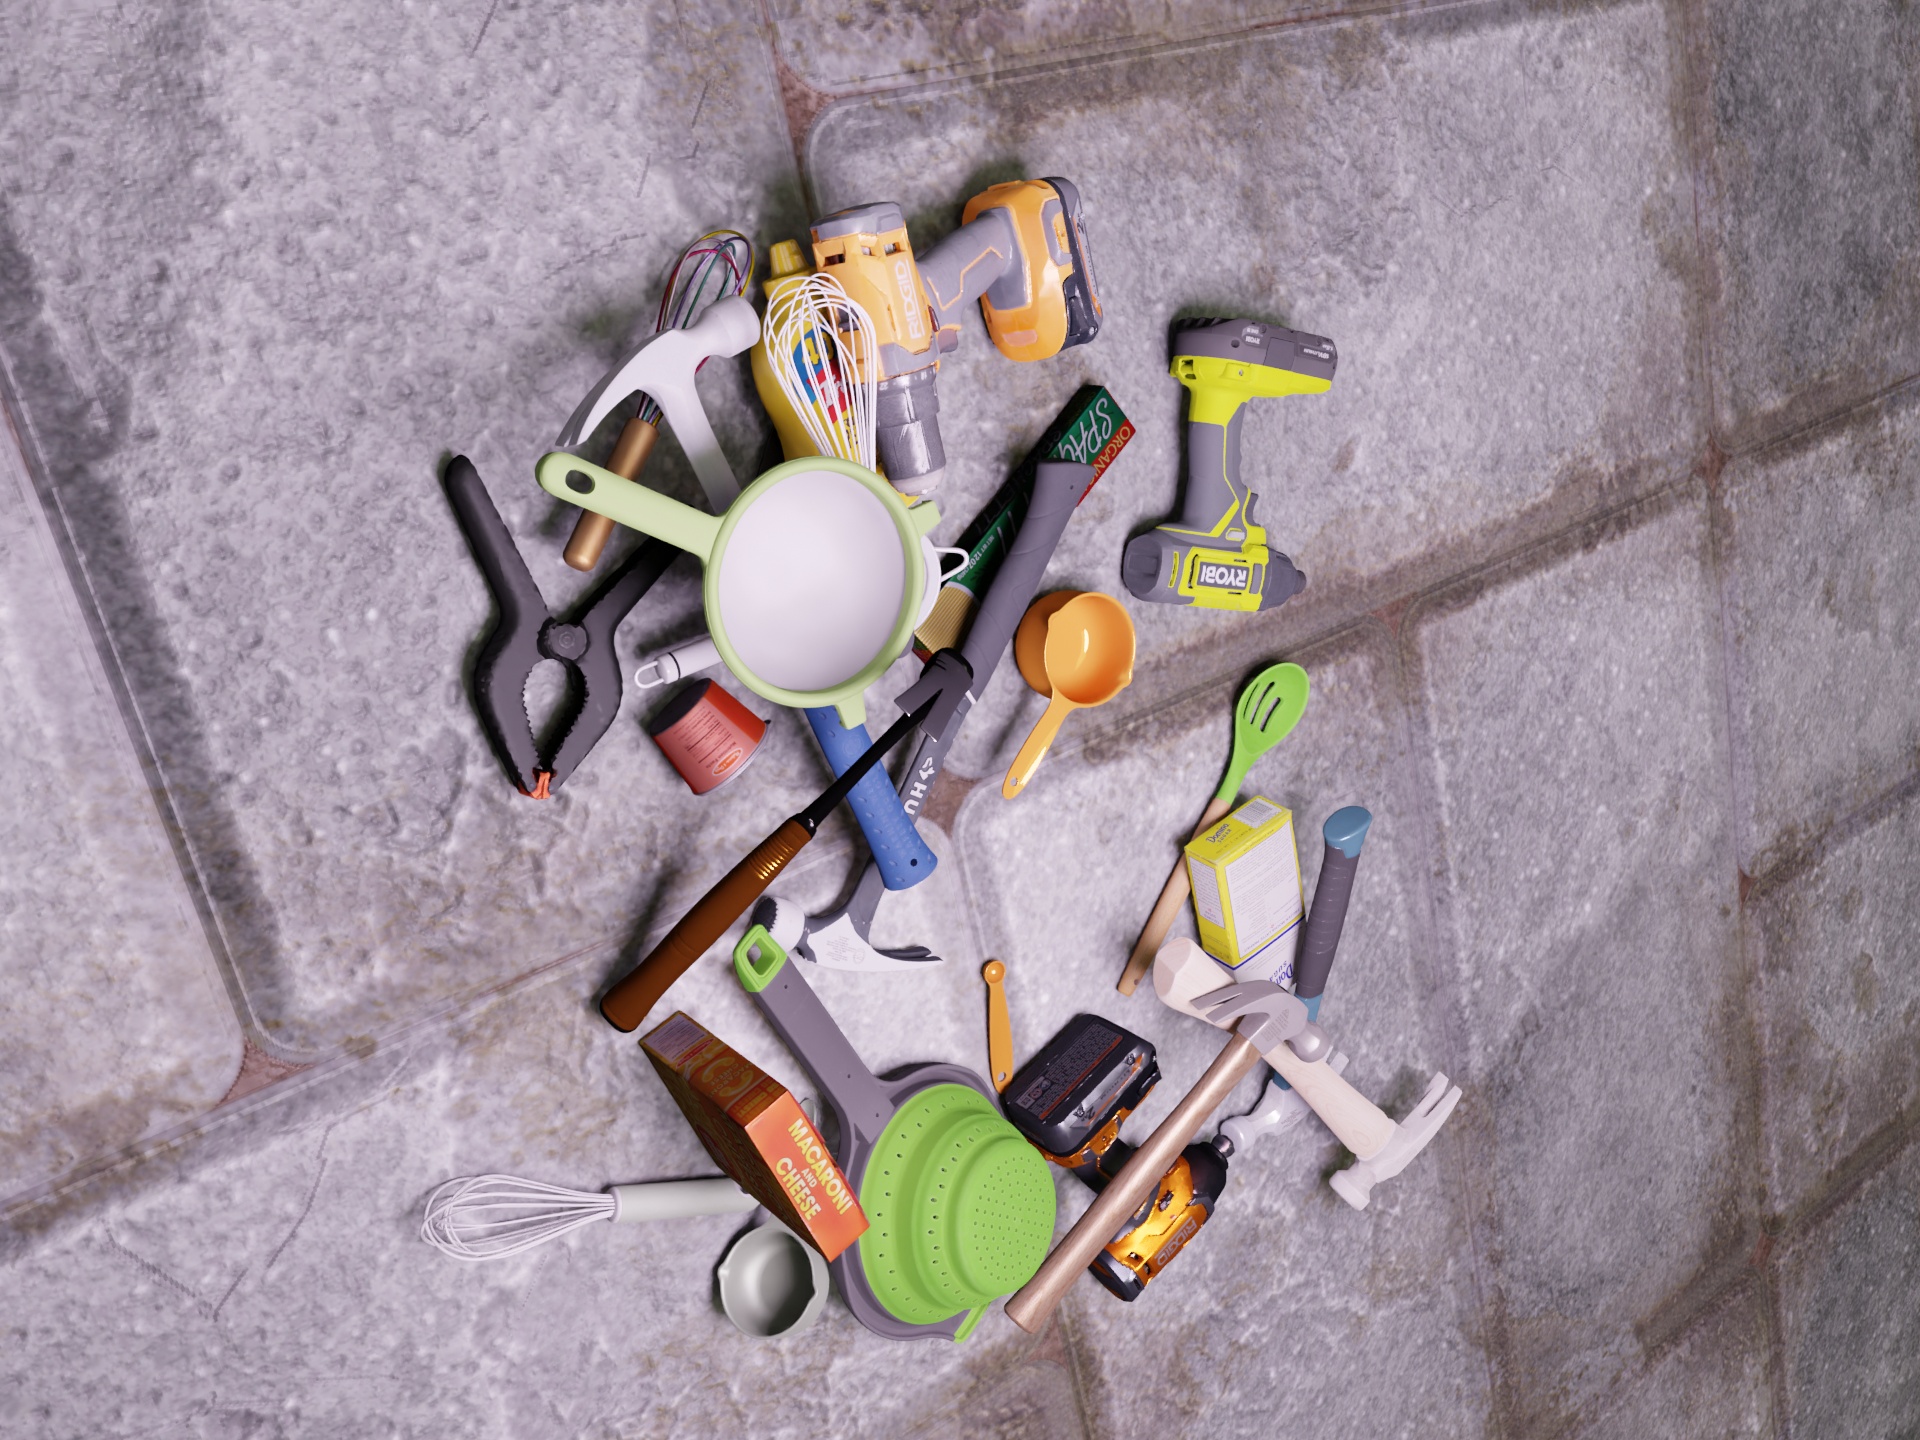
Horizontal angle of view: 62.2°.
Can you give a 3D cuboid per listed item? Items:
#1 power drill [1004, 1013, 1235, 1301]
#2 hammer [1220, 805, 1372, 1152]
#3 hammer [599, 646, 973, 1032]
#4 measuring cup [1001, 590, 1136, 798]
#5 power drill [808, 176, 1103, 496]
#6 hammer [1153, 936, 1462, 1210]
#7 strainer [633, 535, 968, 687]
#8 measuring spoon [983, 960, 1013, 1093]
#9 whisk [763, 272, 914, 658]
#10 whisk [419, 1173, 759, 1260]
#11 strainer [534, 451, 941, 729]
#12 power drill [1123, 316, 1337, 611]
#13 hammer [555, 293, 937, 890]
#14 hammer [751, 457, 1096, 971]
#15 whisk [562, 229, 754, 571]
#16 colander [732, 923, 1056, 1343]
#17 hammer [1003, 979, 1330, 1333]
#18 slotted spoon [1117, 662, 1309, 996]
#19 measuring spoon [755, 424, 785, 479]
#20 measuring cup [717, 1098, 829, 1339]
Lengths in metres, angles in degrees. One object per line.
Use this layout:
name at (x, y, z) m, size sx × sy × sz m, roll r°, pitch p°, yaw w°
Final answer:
power drill at (0.143, 0.351, 1.312) m, size 0.164 × 0.084 × 0.226 m, roll -40°, pitch 122°, yaw -22°
hammer at (0.301, 0.221, 1.364) m, size 0.128 × 0.033 × 0.330 m, roll -16°, pitch 125°, yaw -34°
hammer at (-0.119, 0.088, 1.009) m, size 0.034 × 0.127 × 0.337 m, roll 44°, pitch 108°, yaw -4°
measuring cup at (0.064, -0.020, 1.212) m, size 0.095 × 0.052 × 0.173 m, roll 35°, pitch 80°, yaw -33°
power drill at (0.003, -0.266, 1.078) m, size 0.226 × 0.084 × 0.185 m, roll -32°, pitch 115°, yaw -43°
hammer at (0.291, 0.282, 1.342) m, size 0.146 × 0.038 × 0.410 m, roll -47°, pitch 127°, yaw 0°
strainer at (-0.109, -0.074, 1.082) m, size 0.258 × 0.050 × 0.086 m, roll -25°, pitch 116°, yaw -31°
measuring spoon at (0.029, 0.243, 1.260) m, size 0.021 × 0.011 × 0.117 m, roll -15°, pitch 110°, yaw -30°
whisk at (-0.065, -0.152, 1.016) m, size 0.070 × 0.070 × 0.284 m, roll -35°, pitch 134°, yaw -24°
whisk at (-0.243, 0.329, 1.076) m, size 0.246 × 0.058 × 0.059 m, roll 8°, pitch 128°, yaw -37°
strainer at (-0.140, -0.102, 0.939) m, size 0.256 × 0.069 × 0.151 m, roll 21°, pitch 88°, yaw -36°
power drill at (0.224, -0.200, 1.275) m, size 0.171 × 0.080 × 0.223 m, roll 2°, pitch 101°, yaw -33°
hammer at (-0.115, -0.057, 1.030) m, size 0.144 × 0.035 × 0.405 m, roll -36°, pitch 117°, yaw -25°
hammer at (-0.002, -0.004, 1.149) m, size 0.149 × 0.036 × 0.409 m, roll 25°, pitch 91°, yaw -33°
whisk at (-0.193, -0.205, 1.003) m, size 0.047 × 0.051 × 0.245 m, roll 25°, pitch 78°, yaw -10°
colander at (-0.032, 0.298, 1.140) m, size 0.204 × 0.094 × 0.396 m, roll -52°, pitch 124°, yaw -37°
hammer at (0.151, 0.337, 1.235) m, size 0.331 × 0.031 × 0.129 m, roll -48°, pitch 126°, yaw -6°
slotted spoon at (0.208, 0.090, 1.341) m, size 0.070 × 0.031 × 0.314 m, roll 33°, pitch 82°, yaw -34°
measuring spoon at (-0.138, -0.151, 1.080) m, size 0.034 × 0.018 × 0.124 m, roll 24°, pitch 78°, yaw -41°
measuring cup at (-0.122, 0.362, 1.156) m, size 0.038 × 0.083 × 0.168 m, roll 45°, pitch 52°, yaw -58°
